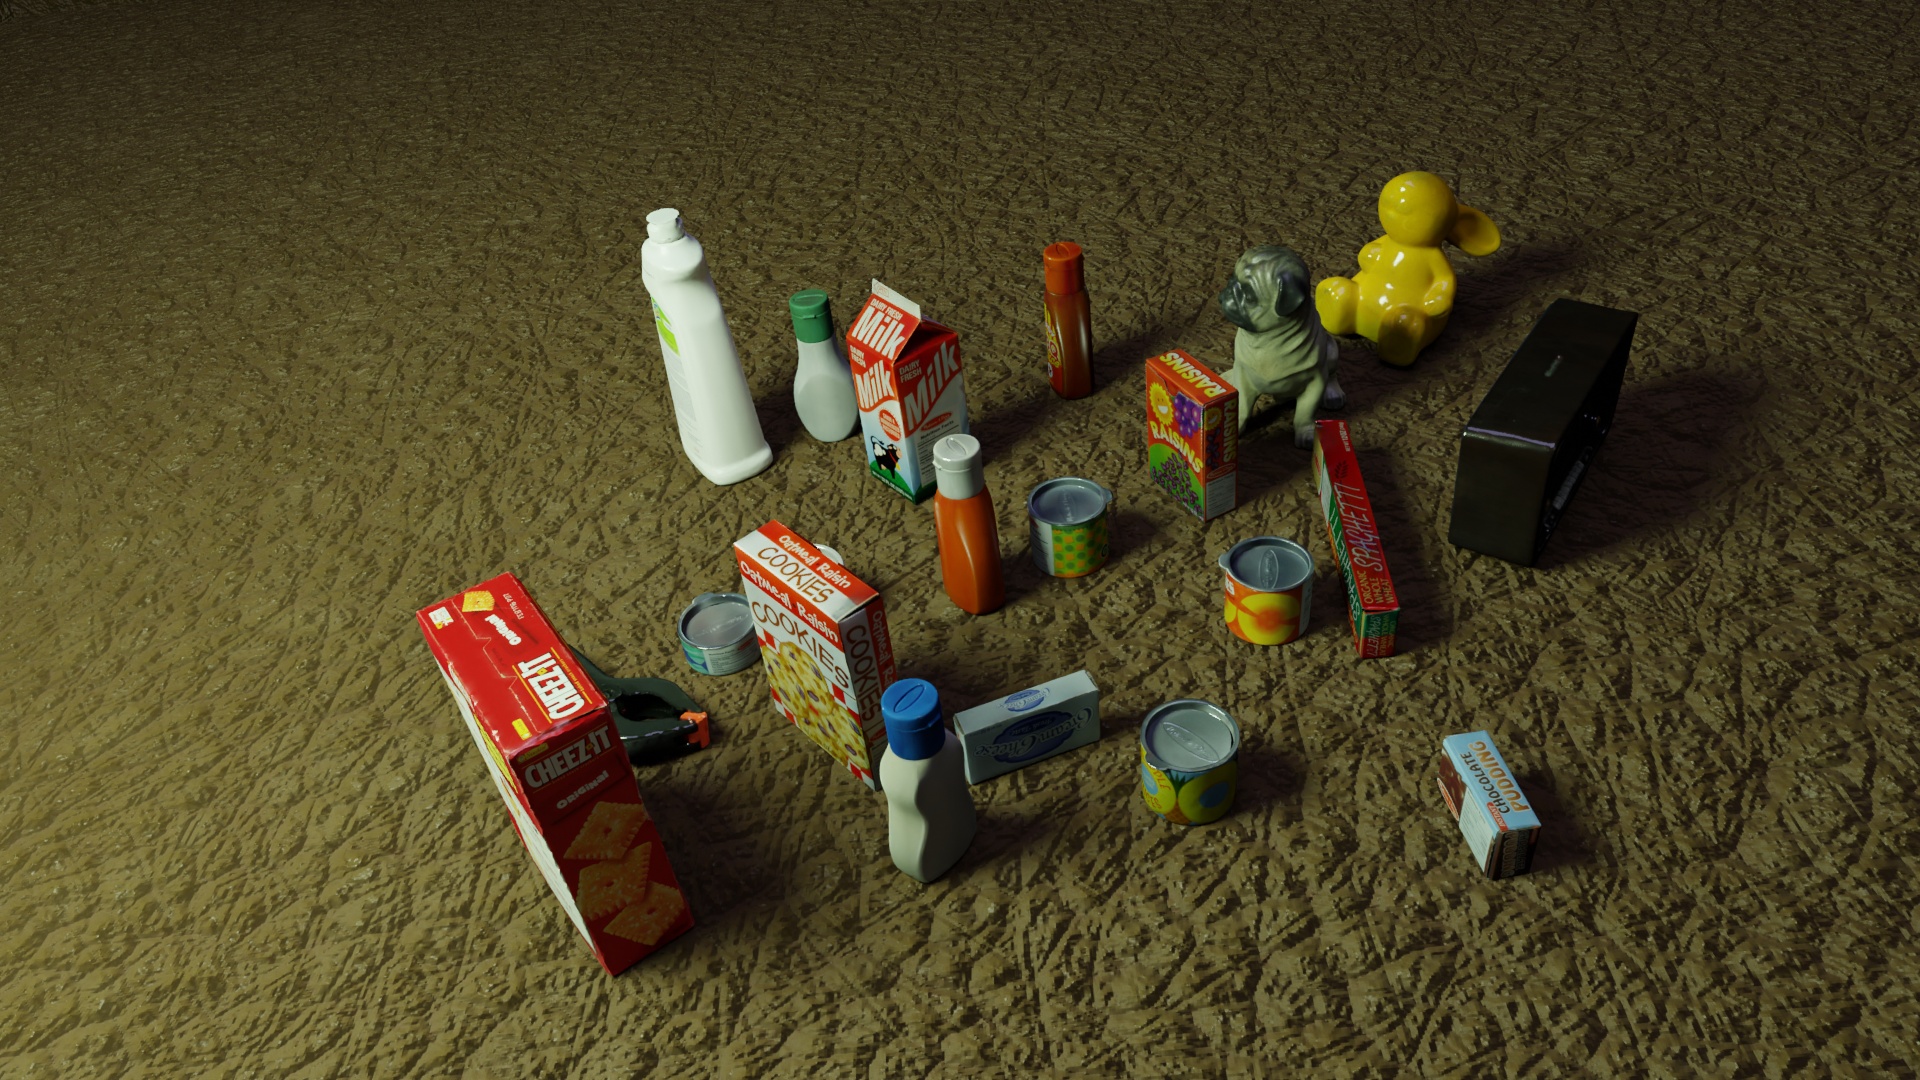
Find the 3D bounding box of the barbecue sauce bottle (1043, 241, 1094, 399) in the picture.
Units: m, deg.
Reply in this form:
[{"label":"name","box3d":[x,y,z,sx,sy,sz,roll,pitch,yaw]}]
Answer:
[{"label":"barbecue sauce bottle","box3d":[0.103,-0.212,1.332,0.044,0.147,0.065,-12,39,-5]}]

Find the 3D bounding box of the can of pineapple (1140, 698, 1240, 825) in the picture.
[{"label":"can of pineapple","box3d":[0.154,0.151,0.943,0.071,0.057,0.071,-4,39,4]}]

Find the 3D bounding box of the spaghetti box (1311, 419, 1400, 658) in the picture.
[{"label":"spaghetti box","box3d":[0.316,-0.008,1.122,0.029,0.050,0.251,-3,39,6]}]

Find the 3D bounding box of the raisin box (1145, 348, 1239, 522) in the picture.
[{"label":"raisin box","box3d":[0.197,-0.090,1.185,0.040,0.122,0.086,-22,41,-17]}]

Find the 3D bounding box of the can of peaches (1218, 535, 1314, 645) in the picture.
[{"label":"can of peaches","box3d":[0.235,0.039,1.071,0.071,0.057,0.071,-4,39,4]}]

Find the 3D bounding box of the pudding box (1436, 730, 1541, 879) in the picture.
[{"label":"pudding box","box3d":[0.339,0.169,0.897,0.030,0.049,0.084,-9,38,-2]}]

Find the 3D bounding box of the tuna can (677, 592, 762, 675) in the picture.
[{"label":"tuna can","box3d":[-0.192,0.074,1.115,0.071,0.032,0.071,-4,39,4]}]

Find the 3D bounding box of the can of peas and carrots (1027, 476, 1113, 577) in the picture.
[{"label":"can of peas and carrots","box3d":[0.093,-0.012,1.155,0.071,0.058,0.071,-5,39,4]}]

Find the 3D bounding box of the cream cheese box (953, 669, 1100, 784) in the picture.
[{"label":"cream cheese box","box3d":[0.048,0.133,0.987,0.104,0.053,0.024,-18,39,-13]}]

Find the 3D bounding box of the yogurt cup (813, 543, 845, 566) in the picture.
[{"label":"yogurt cup","box3d":[-0.123,0.044,1.125,0.072,0.053,0.073,-4,39,4]}]

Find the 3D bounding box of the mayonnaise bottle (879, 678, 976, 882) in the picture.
[{"label":"mayonnaise bottle","box3d":[-0.024,0.153,0.897,0.041,0.147,0.065,23,47,32]}]

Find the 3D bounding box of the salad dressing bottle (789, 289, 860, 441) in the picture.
[{"label":"salad dressing bottle","box3d":[-0.130,-0.164,1.311,0.064,0.146,0.044,-6,38,2]}]

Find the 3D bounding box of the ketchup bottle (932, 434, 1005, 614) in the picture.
[{"label":"ketchup bottle","box3d":[0.004,-0.014,1.100,0.044,0.148,0.065,-23,41,-19]}]

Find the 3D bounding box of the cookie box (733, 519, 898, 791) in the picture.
[{"label":"cookie box","box3d":[-0.095,0.081,0.983,0.040,0.166,0.123,-33,45,-28]}]

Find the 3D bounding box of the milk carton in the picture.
[{"label":"milk carton","box3d":[-0.045,-0.136,1.227,0.074,0.189,0.072,-30,44,-26]}]
